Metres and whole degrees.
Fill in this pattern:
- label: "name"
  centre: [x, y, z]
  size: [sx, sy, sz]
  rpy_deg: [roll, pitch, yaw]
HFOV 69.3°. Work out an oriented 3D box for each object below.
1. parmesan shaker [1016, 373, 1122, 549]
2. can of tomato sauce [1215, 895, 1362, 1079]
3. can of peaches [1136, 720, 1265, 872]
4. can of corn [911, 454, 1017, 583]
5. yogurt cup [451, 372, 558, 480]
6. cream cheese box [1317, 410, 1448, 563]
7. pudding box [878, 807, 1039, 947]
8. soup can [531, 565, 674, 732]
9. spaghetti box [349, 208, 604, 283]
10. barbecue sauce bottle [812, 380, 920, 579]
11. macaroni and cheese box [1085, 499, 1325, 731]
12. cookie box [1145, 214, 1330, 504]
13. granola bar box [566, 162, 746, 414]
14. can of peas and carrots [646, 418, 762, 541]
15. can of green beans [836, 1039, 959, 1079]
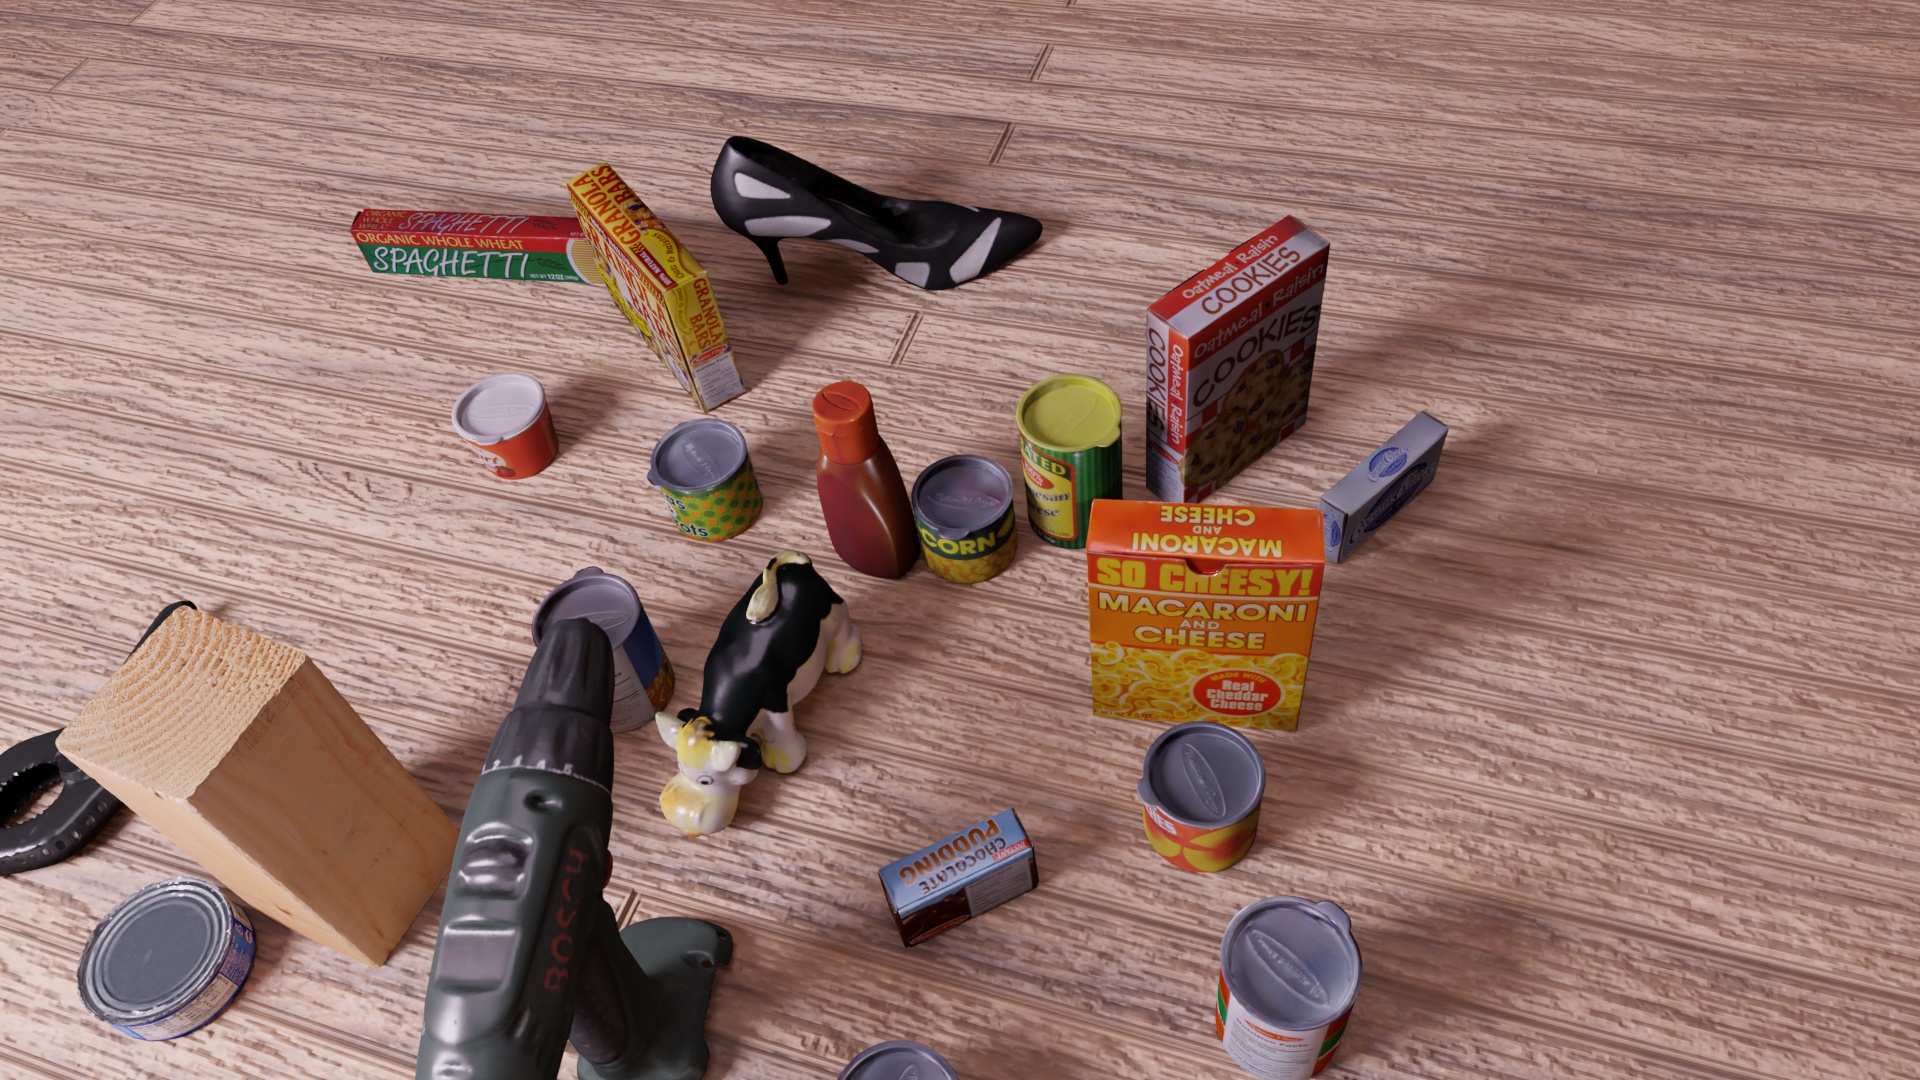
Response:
- label: "parmesan shaker"
  centre: [0.075, -0.048, 0.908]
  size: [0.071, 0.102, 0.072]
  rpy_deg: [-4, 52, 5]
- label: "can of tomato sauce"
  centre: [0.162, 0.224, 0.693]
  size: [0.071, 0.082, 0.071]
  rpy_deg: [-4, 51, 5]
- label: "can of peaches"
  centre: [0.133, 0.144, 0.776]
  size: [0.071, 0.057, 0.071]
  rpy_deg: [-4, 51, 5]
- label: "can of corn"
  centre: [0.003, -0.011, 0.916]
  size: [0.071, 0.058, 0.071]
  rpy_deg: [-4, 51, 5]
- label: "yogurt cup"
  centre: [-0.329, -0.081, 1.017]
  size: [0.072, 0.053, 0.073]
  rpy_deg: [-4, 51, 5]
- label: "cream cheese box"
  centre: [0.273, -0.034, 0.903]
  size: [0.104, 0.053, 0.024]
  rpy_deg: [-37, 56, -21]
- label: "pudding box"
  centre: [0.000, 0.186, 0.765]
  size: [0.084, 0.049, 0.030]
  rpy_deg: [-23, 53, -11]
- label: "soup can"
  centre: [-0.220, 0.069, 0.864]
  size: [0.071, 0.083, 0.072]
  rpy_deg: [-4, 51, 5]
- label: "spaghetti box"
  centre: [-0.385, -0.244, 1.156]
  size: [0.250, 0.050, 0.029]
  rpy_deg: [5, 53, 11]
- label: "barbecue sauce bottle"
  centre: [-0.064, -0.038, 0.888]
  size: [0.065, 0.147, 0.044]
  rpy_deg: [26, 59, 25]
- label: "macaroni and cheese box"
  centre: [0.136, 0.046, 0.784]
  size: [0.124, 0.165, 0.040]
  rpy_deg: [3, 52, 10]
- label: "cookie box"
  centre: [0.176, -0.112, 0.904]
  size: [0.123, 0.166, 0.040]
  rpy_deg: [-35, 56, -19]
- label: "granola bar box"
  centre: [-0.230, -0.190, 1.046]
  size: [0.039, 0.123, 0.166]
  rpy_deg: [-31, 55, -17]
- label: "can of peas and carrots"
  centre: [-0.177, -0.040, 0.961]
  size: [0.071, 0.058, 0.071]
  rpy_deg: [-4, 51, 5]
- label: "can of green beans"
  centre: [-0.028, 0.288, 0.682]
  size: [0.071, 0.057, 0.071]
  rpy_deg: [-4, 51, 5]
